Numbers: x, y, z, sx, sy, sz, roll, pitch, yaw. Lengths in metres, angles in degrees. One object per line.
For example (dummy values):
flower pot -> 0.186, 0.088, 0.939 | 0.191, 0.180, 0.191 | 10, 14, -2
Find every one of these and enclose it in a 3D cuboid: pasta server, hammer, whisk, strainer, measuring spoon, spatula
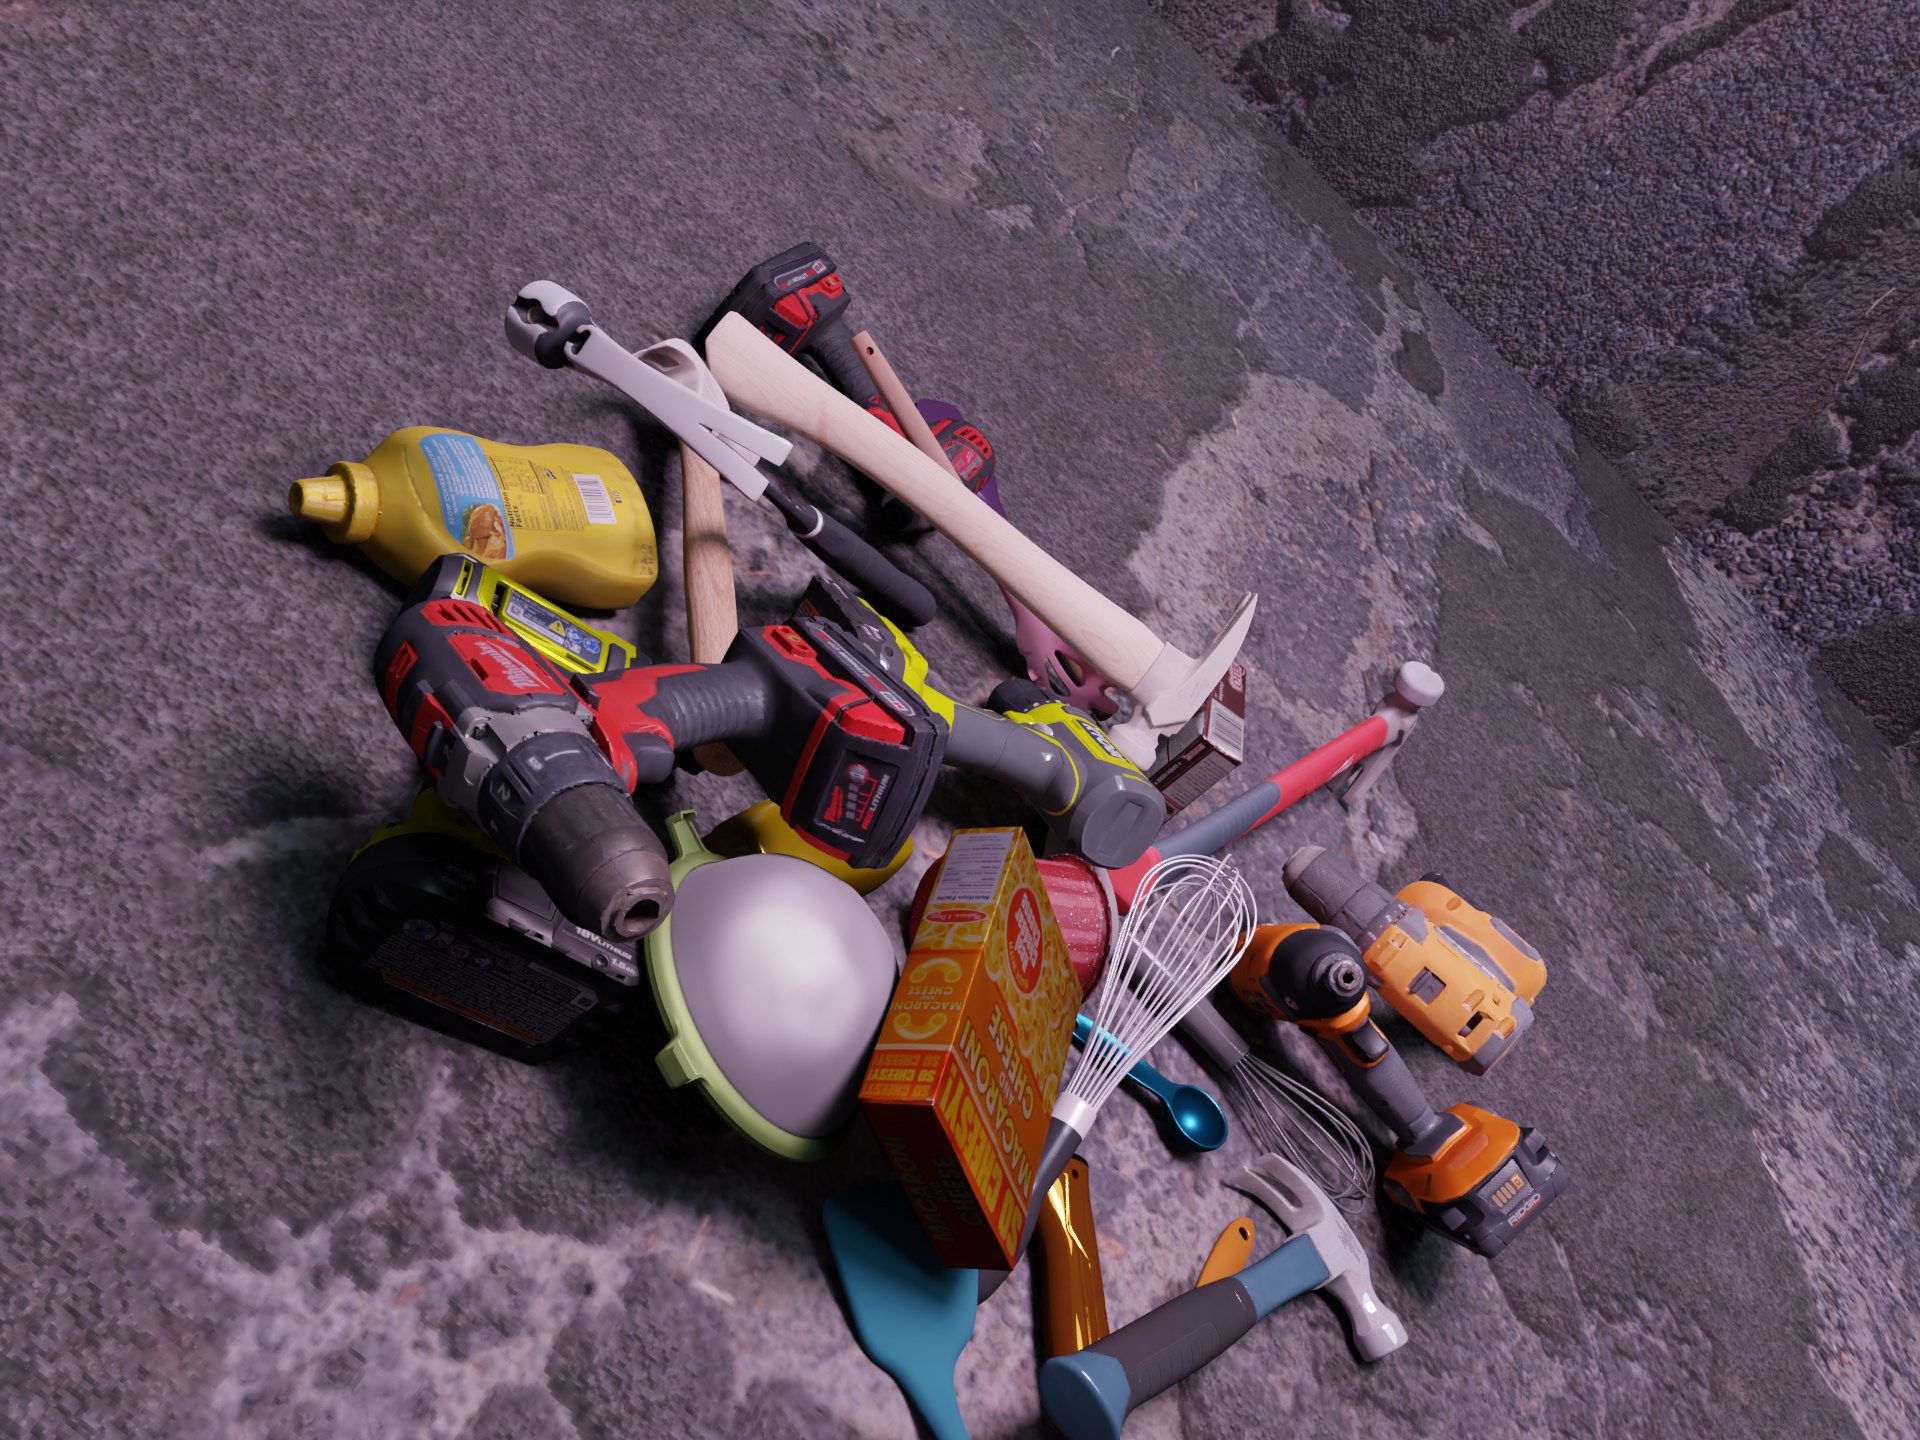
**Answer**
pasta server -> 0.015, -0.131, 1.105 | 0.316, 0.060, 0.040 | 58, -12, -14
hammer -> 0.222, 0.066, 1.168 | 0.386, 0.143, 0.038 | -24, 60, -43
hammer -> -0.089, -0.116, 0.891 | 0.149, 0.036, 0.408 | 35, 1, 21
whisk -> 0.074, 0.181, 0.829 | 0.070, 0.070, 0.285 | 41, 63, -8
whisk -> 0.170, 0.212, 0.995 | 0.239, 0.055, 0.055 | 47, 34, 7
strainer -> -0.040, 0.146, 0.749 | 0.256, 0.069, 0.152 | 44, 24, -36
measuring spoon -> 0.146, 0.313, 0.892 | 0.021, 0.011, 0.117 | 50, 34, 4
measuring spoon -> 0.102, 0.214, 0.947 | 0.128, 0.021, 0.042 | 37, 35, 1
hammer -> 0.069, 0.361, 0.740 | 0.127, 0.034, 0.337 | 24, 40, -29
spatula -> 0.017, 0.344, 0.666 | 0.082, 0.044, 0.318 | 1, 44, -29
hammer -> 0.139, 0.308, 0.828 | 0.330, 0.033, 0.128 | 6, 51, -56
hammer -> 0.008, -0.142, 1.071 | 0.410, 0.146, 0.038 | 37, 2, -8
spatula -> 0.040, -0.131, 1.220 | 0.059, 0.018, 0.316 | -1, 55, -44
hammer -> -0.146, -0.102, 0.907 | 0.129, 0.031, 0.332 | 57, 15, -45

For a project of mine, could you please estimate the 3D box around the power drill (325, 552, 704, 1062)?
power drill -> -0.195, 0.037, 0.746 | 0.171, 0.080, 0.223 | 32, 34, -28

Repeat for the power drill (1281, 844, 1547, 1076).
power drill -> 0.322, 0.157, 1.125 | 0.185, 0.084, 0.226 | 42, 14, 21

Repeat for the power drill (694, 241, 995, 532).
power drill -> -0.077, -0.229, 1.146 | 0.219, 0.078, 0.143 | 46, 34, -6

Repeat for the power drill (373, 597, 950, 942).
power drill -> -0.111, 0.019, 0.671 | 0.226, 0.080, 0.188 | 1, 31, -45

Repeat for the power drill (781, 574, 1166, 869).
power drill -> -0.002, -0.003, 0.968 | 0.228, 0.080, 0.191 | 23, 15, -29

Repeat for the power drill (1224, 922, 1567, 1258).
power drill -> 0.268, 0.221, 0.997 | 0.226, 0.084, 0.164 | 50, -9, 2
